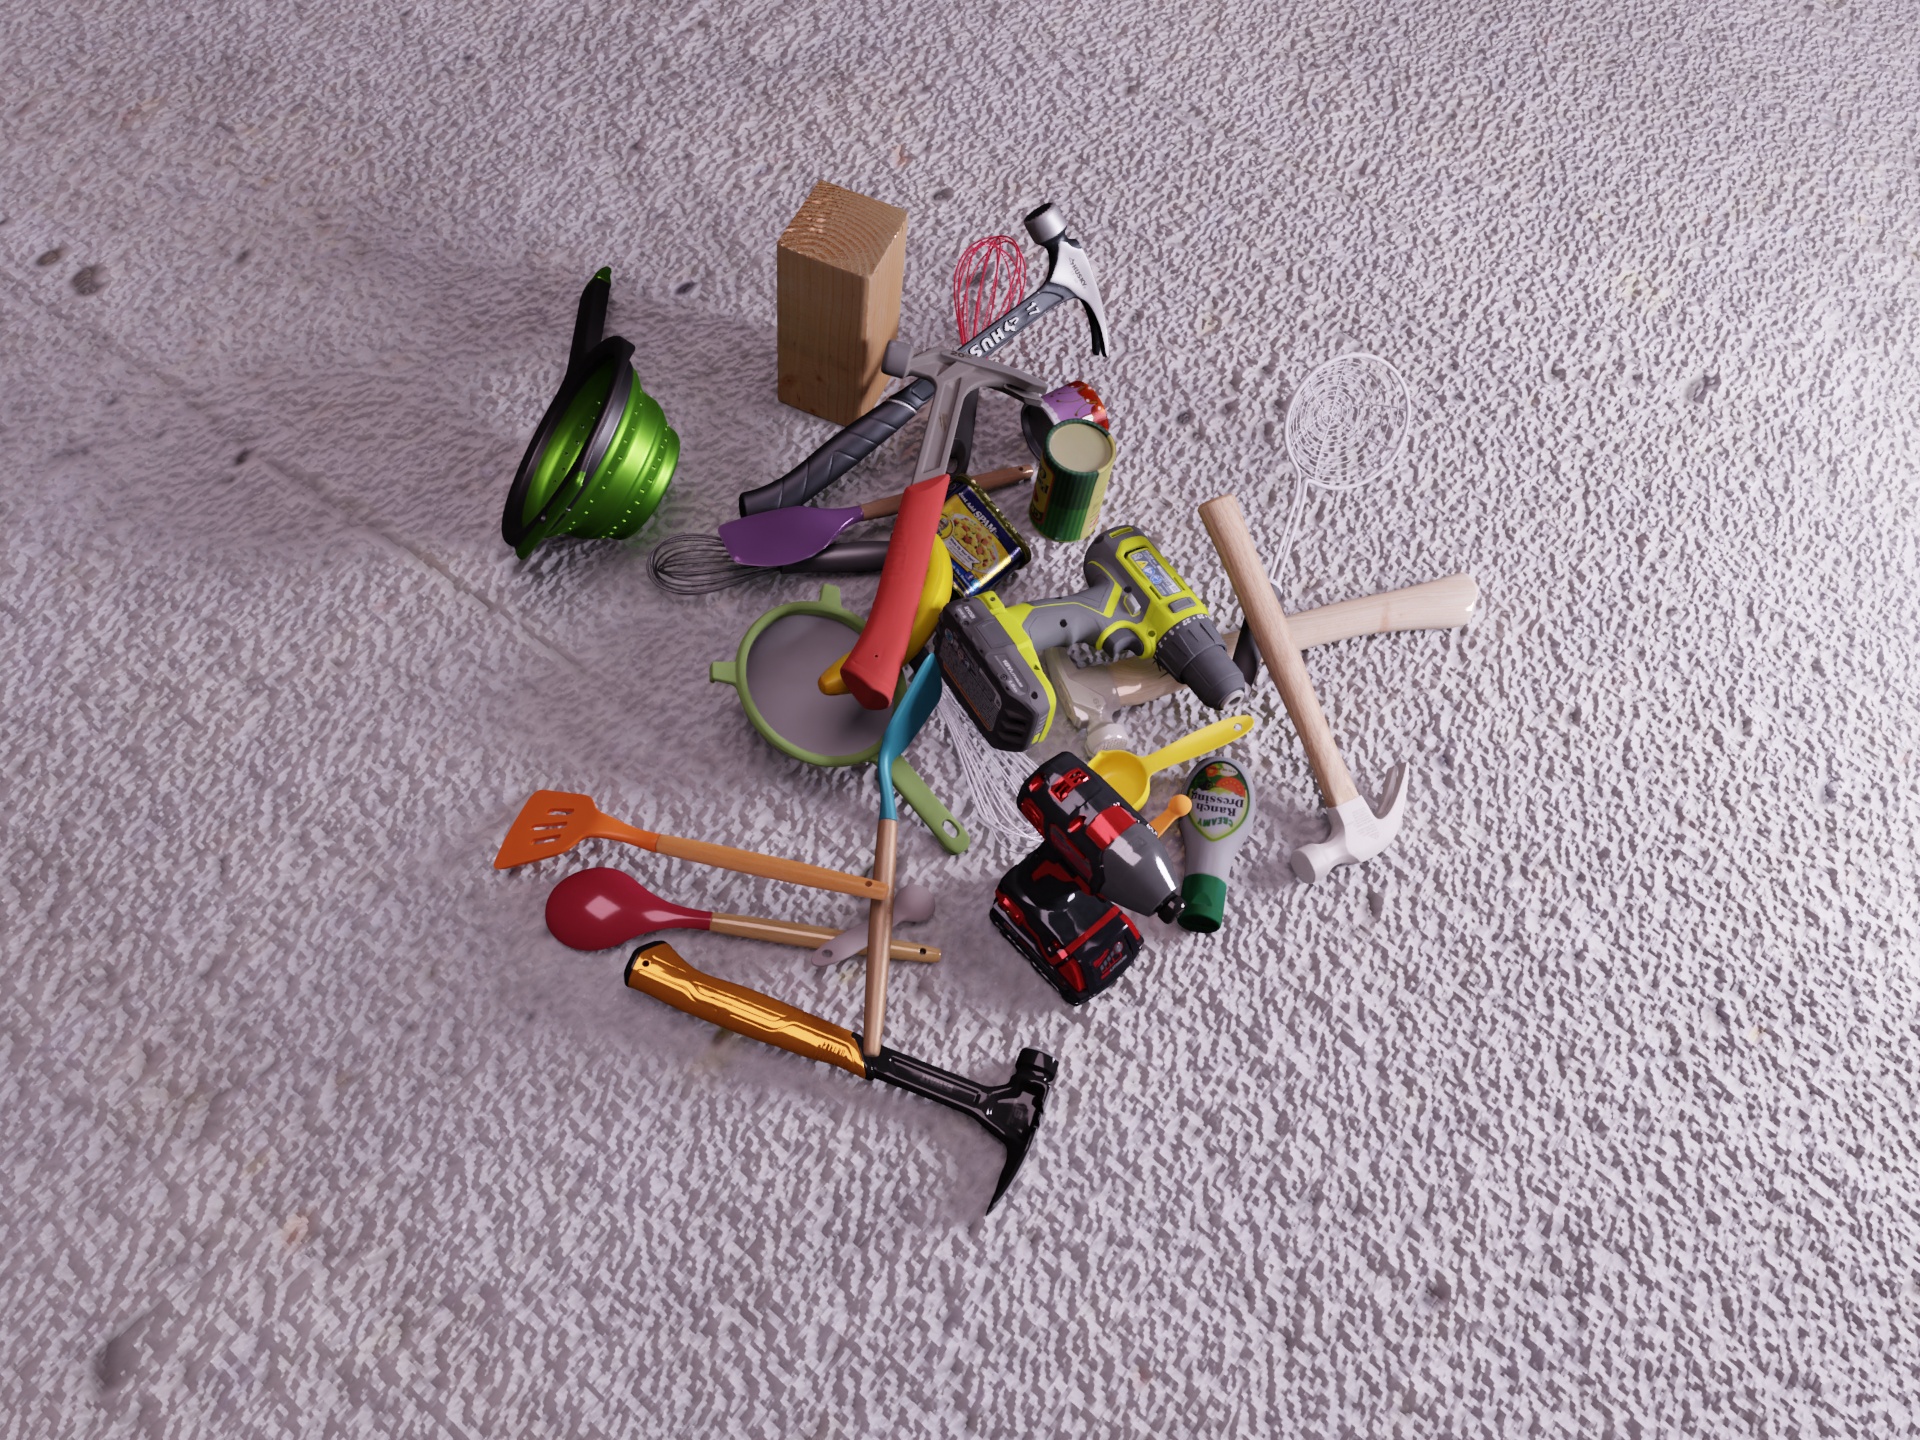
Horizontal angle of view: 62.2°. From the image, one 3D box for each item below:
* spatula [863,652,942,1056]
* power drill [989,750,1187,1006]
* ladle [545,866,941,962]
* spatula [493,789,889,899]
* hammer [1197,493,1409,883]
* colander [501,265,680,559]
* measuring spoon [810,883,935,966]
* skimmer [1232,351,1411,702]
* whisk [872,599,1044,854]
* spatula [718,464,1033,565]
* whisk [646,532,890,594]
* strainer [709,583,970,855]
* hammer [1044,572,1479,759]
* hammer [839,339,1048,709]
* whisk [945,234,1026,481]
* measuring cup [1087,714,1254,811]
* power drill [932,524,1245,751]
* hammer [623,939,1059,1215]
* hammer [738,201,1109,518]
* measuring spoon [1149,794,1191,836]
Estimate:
[{"bbox_3d":[-0.048,0.103,1.243,0.044,0.082,0.318,1,68,6],"label":"spatula"},{"bbox_3d":[0.097,0.126,1.195,0.078,0.219,0.143,-37,71,-23],"label":"power drill"},{"bbox_3d":[-0.171,0.164,1.257,0.315,0.031,0.069,9,67,-3],"label":"ladle"},{"bbox_3d":[-0.210,0.106,1.241,0.322,0.041,0.081,11,52,11],"label":"spatula"},{"bbox_3d":[0.282,-0.037,1.351,0.130,0.031,0.331,-21,87,-22],"label":"hammer"},{"bbox_3d":[-0.316,-0.284,1.451,0.094,0.204,0.398,28,37,-29],"label":"colander"},{"bbox_3d":[-0.068,0.161,1.255,0.124,0.018,0.034,-27,56,-36],"label":"measuring spoon"},{"bbox_3d":[0.315,-0.173,1.424,0.127,0.090,0.363,38,58,-24],"label":"skimmer"},{"bbox_3d":[-0.001,-0.005,1.353,0.070,0.070,0.285,-24,61,-18],"label":"whisk"},{"bbox_3d":[-0.067,-0.192,1.444,0.316,0.018,0.060,-19,65,-26],"label":"spatula"},{"bbox_3d":[-0.160,-0.144,1.421,0.239,0.055,0.055,-4,61,-13],"label":"whisk"},{"bbox_3d":[-0.091,0.020,1.334,0.256,0.069,0.151,49,54,1],"label":"strainer"},{"bbox_3d":[0.278,-0.080,1.436,0.410,0.038,0.146,-15,62,-14],"label":"hammer"},{"bbox_3d":[-0.027,-0.167,1.340,0.149,0.036,0.359,15,61,-5],"label":"hammer"},{"bbox_3d":[0.013,-0.354,1.551,0.073,0.073,0.296,11,67,0],"label":"whisk"},{"bbox_3d":[0.177,0.036,1.342,0.156,0.029,0.062,-24,60,-1],"label":"measuring cup"},{"bbox_3d":[0.111,-0.059,1.333,0.228,0.080,0.191,-21,60,-25],"label":"power drill"},{"bbox_3d":[-0.100,0.253,1.205,0.337,0.034,0.127,21,60,4],"label":"hammer"},{"bbox_3d":[-0.036,-0.297,1.464,0.409,0.149,0.036,-38,26,-7],"label":"hammer"},{"bbox_3d":[0.145,0.101,1.314,0.117,0.011,0.021,-41,48,-6],"label":"measuring spoon"}]
